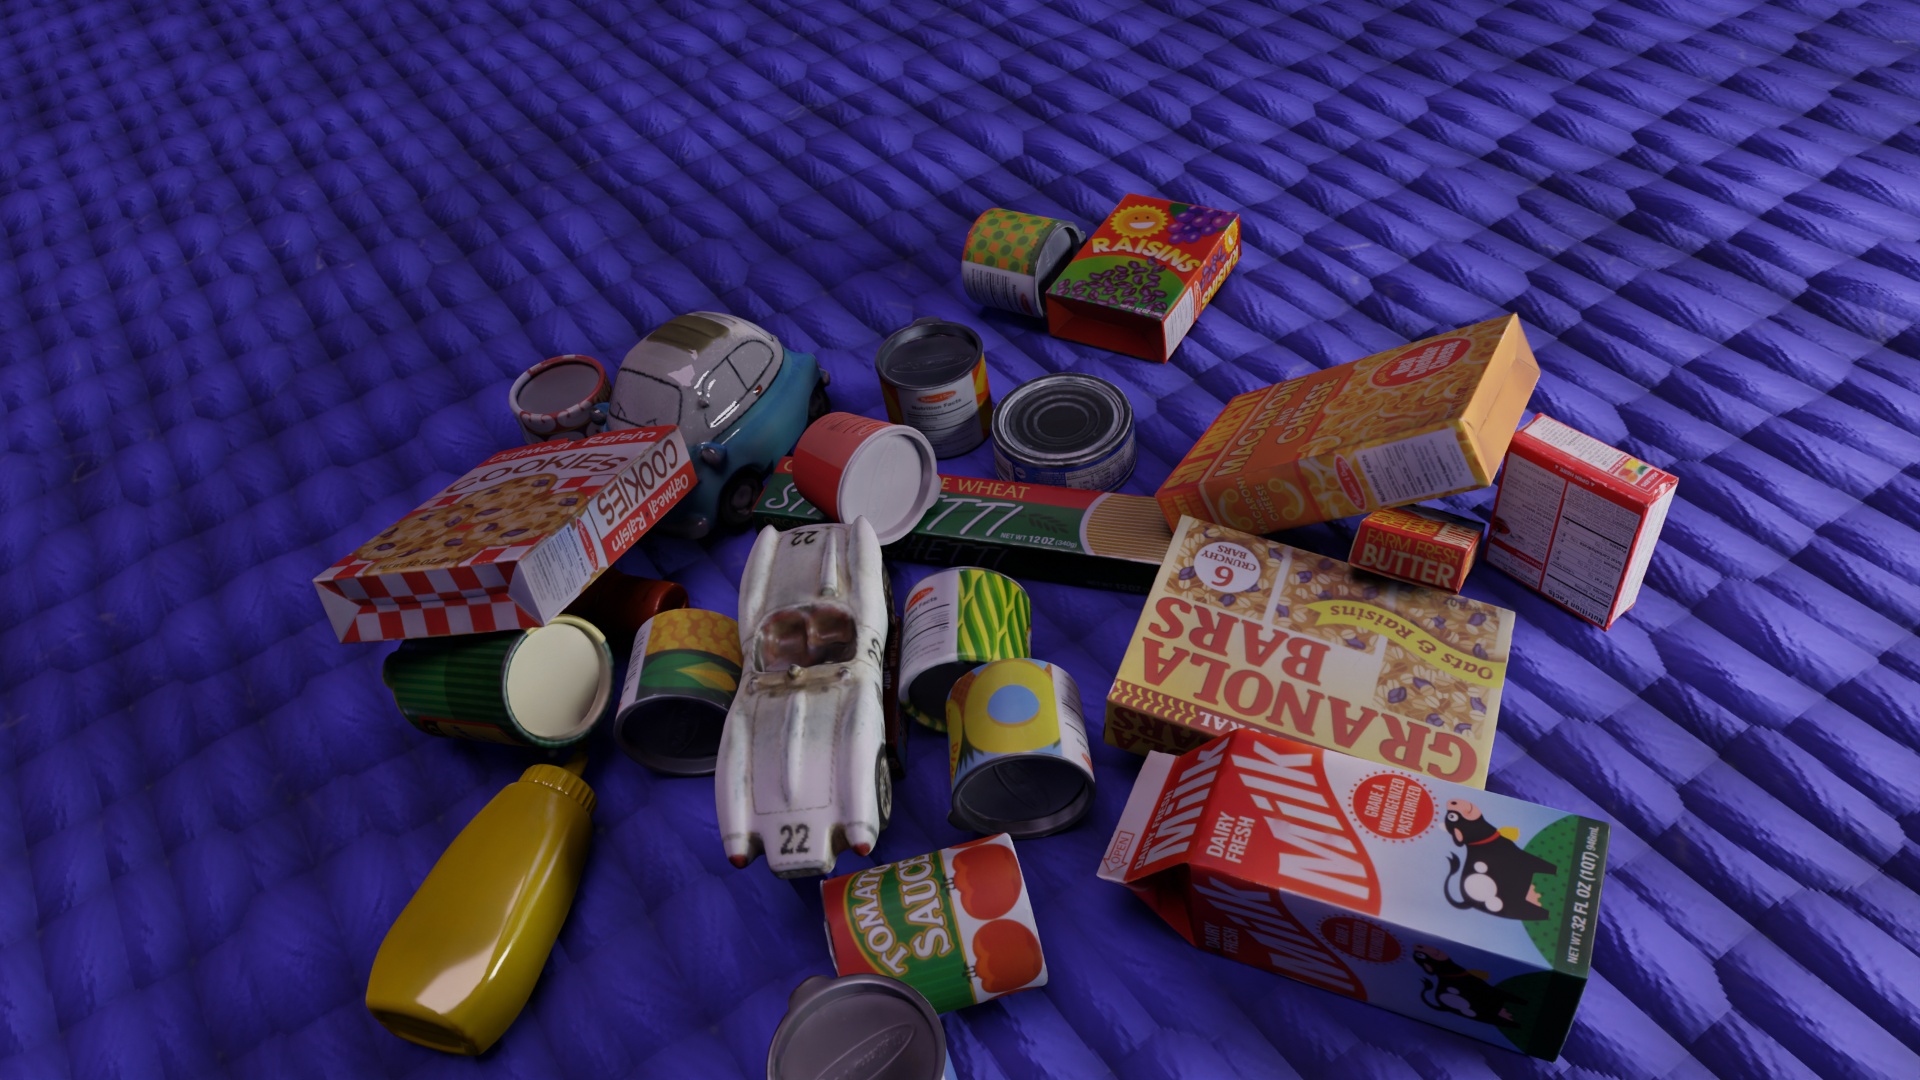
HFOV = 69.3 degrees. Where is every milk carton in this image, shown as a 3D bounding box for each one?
[{"bbox_3d":[0.158,0.139,0.577,0.190,0.073,0.073,13,50,23],"label":"milk carton"}]

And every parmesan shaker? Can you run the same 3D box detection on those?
[{"bbox_3d":[-0.233,0.069,0.699,0.103,0.071,0.072,-2,40,41],"label":"parmesan shaker"}]

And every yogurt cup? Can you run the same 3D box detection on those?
[{"bbox_3d":[-0.055,-0.037,0.758,0.073,0.072,0.054,-39,44,-26],"label":"yogurt cup"}]

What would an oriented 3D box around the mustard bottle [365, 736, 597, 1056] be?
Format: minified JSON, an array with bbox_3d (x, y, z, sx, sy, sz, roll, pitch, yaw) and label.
[{"bbox_3d":[-0.208,0.156,0.648,0.065,0.048,0.161,9,47,15],"label":"mustard bottle"}]

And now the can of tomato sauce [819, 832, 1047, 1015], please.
[{"bbox_3d":[-0.012,0.164,0.586,0.083,0.070,0.071,-14,45,-4],"label":"can of tomato sauce"}]

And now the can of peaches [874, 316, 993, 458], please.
[{"bbox_3d":[-0.015,-0.094,0.852,0.071,0.057,0.071,-6,44,6],"label":"can of peaches"}]

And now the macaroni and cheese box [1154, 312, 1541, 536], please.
[{"bbox_3d":[0.199,-0.054,0.718,0.166,0.040,0.124,-15,21,40],"label":"macaroni and cheese box"}]

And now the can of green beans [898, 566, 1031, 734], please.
[{"bbox_3d":[0.003,0.056,0.694,0.071,0.071,0.058,-5,46,6],"label":"can of green beans"}]

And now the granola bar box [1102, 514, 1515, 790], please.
[{"bbox_3d":[0.165,0.065,0.656,0.166,0.038,0.125,17,51,14],"label":"granola bar box"}]

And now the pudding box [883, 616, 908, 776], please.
[{"bbox_3d":[-0.053,0.080,0.706,0.050,0.030,0.084,-6,45,7],"label":"pudding box"}]

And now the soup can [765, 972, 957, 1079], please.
[{"bbox_3d":[-0.034,0.214,0.531,0.071,0.083,0.072,-5,45,5],"label":"soup can"}]

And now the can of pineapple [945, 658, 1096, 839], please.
[{"bbox_3d":[0.025,0.097,0.649,0.071,0.070,0.058,-8,44,3],"label":"can of pineapple"}]

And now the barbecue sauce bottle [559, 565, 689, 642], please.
[{"bbox_3d":[-0.225,0.030,0.779,0.148,0.043,0.065,9,43,19],"label":"barbecue sauce bottle"}]

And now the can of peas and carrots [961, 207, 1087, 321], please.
[{"bbox_3d":[0.043,-0.187,0.928,0.059,0.070,0.071,18,52,27],"label":"can of peas and carrots"}]

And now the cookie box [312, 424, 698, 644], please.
[{"bbox_3d":[-0.231,-0.008,0.728,0.123,0.040,0.168,-6,24,20],"label":"cookie box"}]

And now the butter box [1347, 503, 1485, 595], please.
[{"bbox_3d":[0.230,0.001,0.695,0.053,0.024,0.104,17,15,21],"label":"butter box"}]

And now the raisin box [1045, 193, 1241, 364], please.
[{"bbox_3d":[0.123,-0.176,0.921,0.086,0.040,0.124,18,53,27],"label":"raisin box"}]

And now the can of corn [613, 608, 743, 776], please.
[{"bbox_3d":[-0.134,0.077,0.701,0.071,0.070,0.058,-6,45,6],"label":"can of corn"}]

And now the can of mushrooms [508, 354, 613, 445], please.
[{"bbox_3d":[-0.258,-0.091,0.913,0.071,0.033,0.071,-6,44,6],"label":"can of mushrooms"}]

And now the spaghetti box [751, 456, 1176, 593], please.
[{"bbox_3d":[0.003,-0.010,0.786,0.250,0.028,0.050,7,49,17],"label":"spaghetti box"}]
